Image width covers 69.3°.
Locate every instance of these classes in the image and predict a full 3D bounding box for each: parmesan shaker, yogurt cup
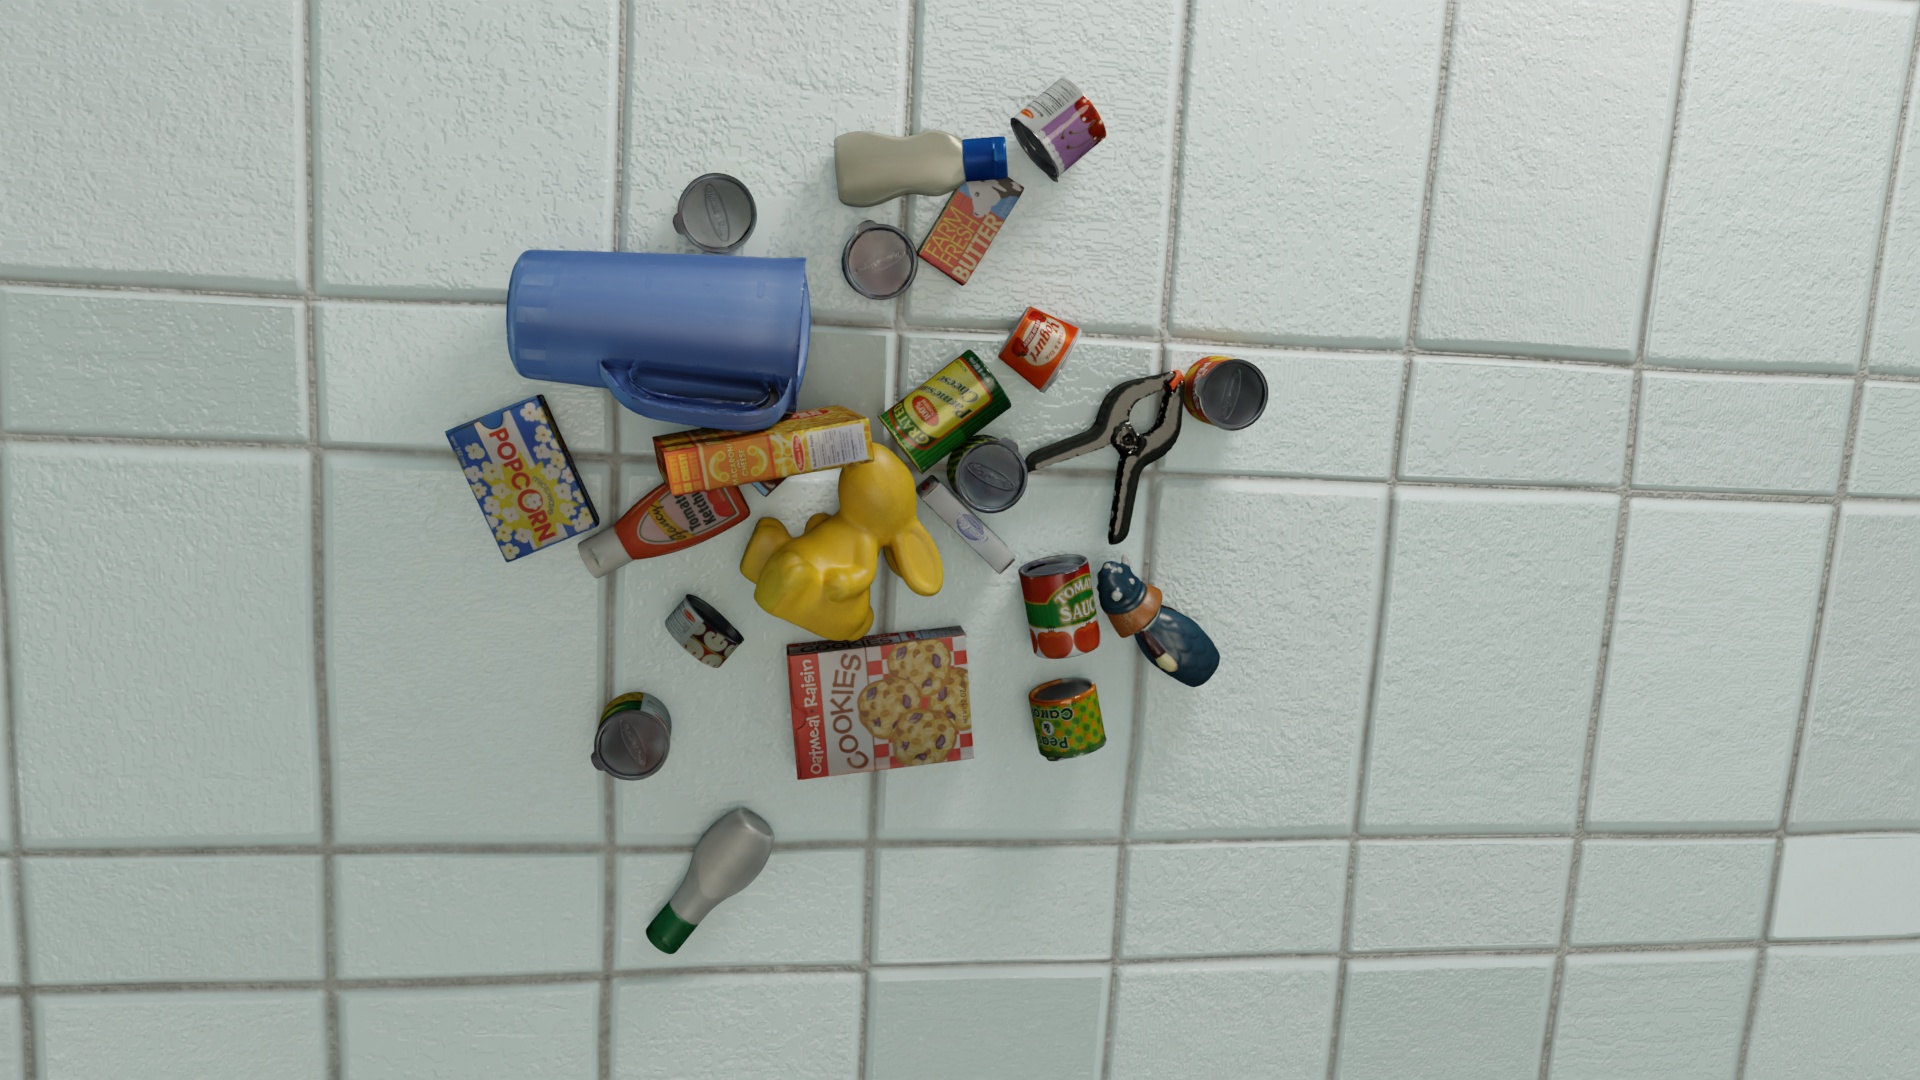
[{"bbox_3d":[-0.015,-0.119,1.252,0.103,0.071,0.071,-38,104,-2],"label":"parmesan shaker"},{"bbox_3d":[0.070,-0.175,1.257,0.054,0.072,0.072,31,94,-5],"label":"yogurt cup"}]

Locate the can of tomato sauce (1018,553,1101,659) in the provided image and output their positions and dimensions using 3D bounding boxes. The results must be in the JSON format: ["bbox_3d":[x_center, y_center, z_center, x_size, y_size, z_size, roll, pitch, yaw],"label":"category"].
[{"bbox_3d":[0.095,0.062,1.300,0.071,0.071,0.083,-12,103,-7],"label":"can of tomato sauce"}]

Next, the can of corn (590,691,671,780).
[{"bbox_3d":[-0.298,0.178,1.260,0.071,0.058,0.071,-2,101,-9],"label":"can of corn"}]

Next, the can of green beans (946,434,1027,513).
[{"bbox_3d":[0.024,-0.062,1.272,0.071,0.058,0.071,-2,101,-9],"label":"can of green beans"}]

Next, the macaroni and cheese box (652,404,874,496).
[{"bbox_3d":[-0.168,-0.077,1.167,0.167,0.124,0.040,-12,103,-14],"label":"macaroni and cheese box"}]

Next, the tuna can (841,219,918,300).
[{"bbox_3d":[-0.073,-0.250,1.234,0.071,0.033,0.071,-2,101,-9],"label":"tuna can"}]

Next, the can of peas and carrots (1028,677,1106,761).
[{"bbox_3d":[0.100,0.169,1.320,0.071,0.071,0.058,-13,102,-7],"label":"can of peas and carrots"}]

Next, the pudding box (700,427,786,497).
[{"bbox_3d":[-0.187,-0.085,1.246,0.049,0.030,0.083,-44,104,-1],"label":"pudding box"}]

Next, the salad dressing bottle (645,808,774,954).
[{"bbox_3d":[-0.237,0.321,1.305,0.064,0.044,0.147,39,93,-16],"label":"salad dressing bottle"}]

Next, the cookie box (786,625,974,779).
[{"bbox_3d":[-0.075,0.152,1.302,0.168,0.040,0.122,-6,101,-8],"label":"cookie box"}]

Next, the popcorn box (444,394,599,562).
[{"bbox_3d":[-0.381,-0.055,1.215,0.085,0.038,0.126,-22,103,-4],"label":"popcorn box"}]

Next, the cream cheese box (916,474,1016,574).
[{"bbox_3d":[0.005,-0.016,1.279,0.024,0.053,0.103,-45,104,3],"label":"cream cheese box"}]

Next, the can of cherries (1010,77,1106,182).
[{"bbox_3d":[0.088,-0.362,1.226,0.058,0.071,0.071,-40,104,-1],"label":"can of cherries"}]

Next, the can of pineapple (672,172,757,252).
[{"bbox_3d":[-0.210,-0.280,1.192,0.071,0.058,0.071,-2,100,-9],"label":"can of pineapple"}]

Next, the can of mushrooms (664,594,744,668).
[{"bbox_3d":[-0.230,0.083,1.252,0.071,0.071,0.033,41,92,-14],"label":"can of mushrooms"}]

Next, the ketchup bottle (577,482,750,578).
[{"bbox_3d":[-0.266,-0.016,1.239,0.149,0.043,0.064,-28,98,-3],"label":"ketchup bottle"}]

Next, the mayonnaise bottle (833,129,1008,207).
[{"bbox_3d":[-0.034,-0.327,1.209,0.148,0.041,0.064,-4,97,3],"label":"mayonnaise bottle"}]

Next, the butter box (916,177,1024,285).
[{"bbox_3d":[0.008,-0.286,1.246,0.053,0.024,0.103,31,94,-13],"label":"butter box"}]

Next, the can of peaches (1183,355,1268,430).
[{"bbox_3d":[0.243,-0.139,1.295,0.071,0.058,0.071,-2,101,-9],"label":"can of peaches"}]
